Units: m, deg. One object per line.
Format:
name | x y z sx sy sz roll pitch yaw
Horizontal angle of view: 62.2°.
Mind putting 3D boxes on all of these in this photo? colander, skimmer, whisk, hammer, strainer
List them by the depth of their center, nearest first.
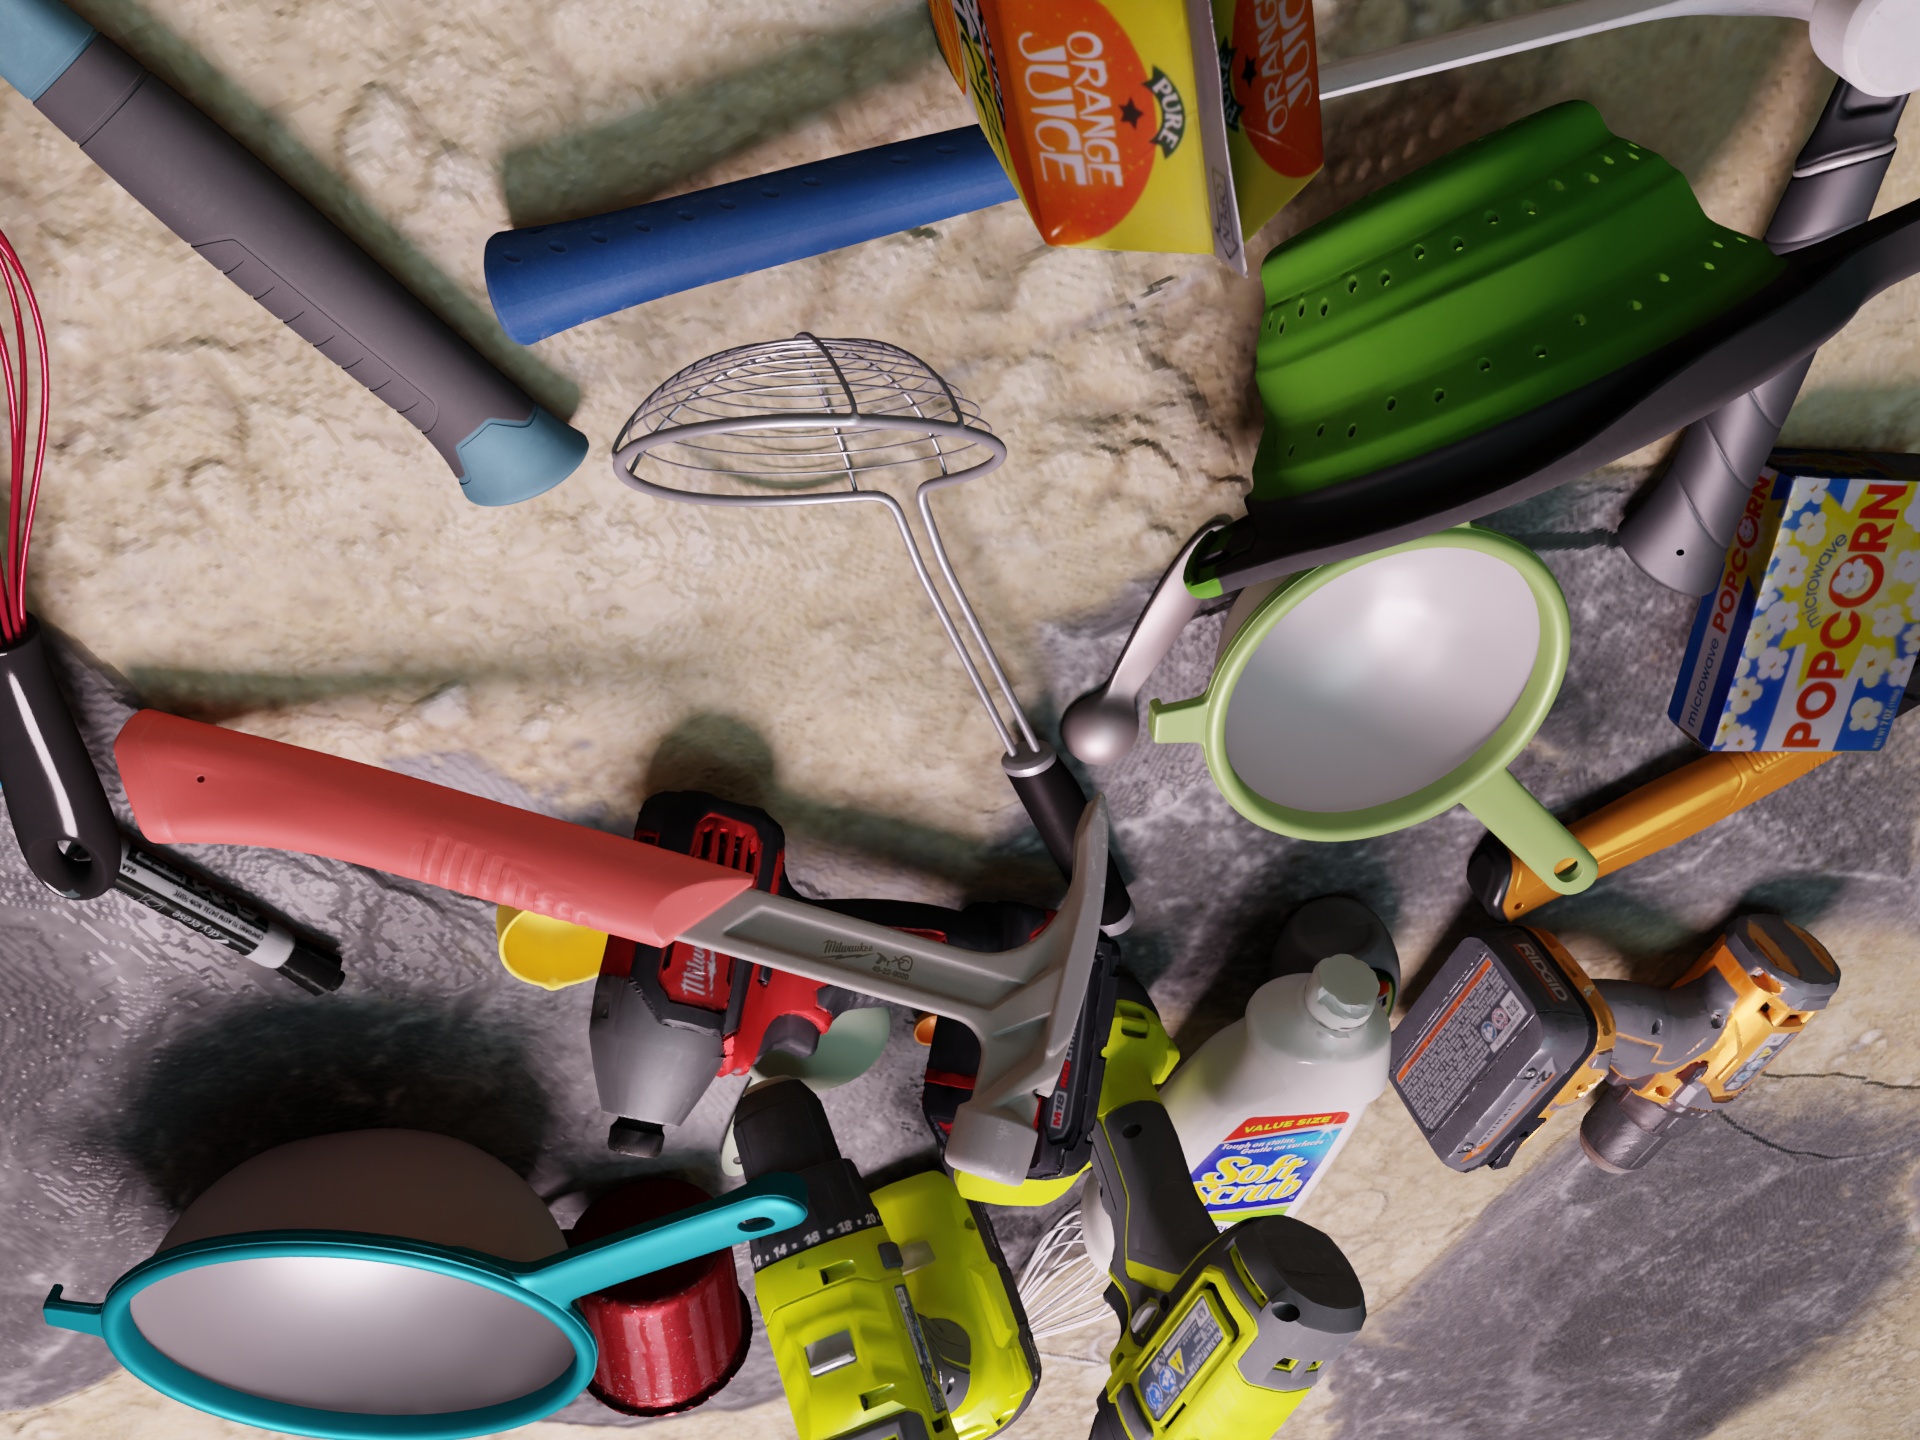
hammer | -0.239 -0.171 0.445 0.128 0.033 0.330 -35 129 16
hammer | 0.056 -0.179 0.476 0.405 0.144 0.035 -12 129 7
colander | 0.235 -0.163 0.487 0.397 0.204 0.094 -23 100 18
whisk | -0.305 -0.043 0.497 0.073 0.073 0.295 -1 134 -14
hammer | 0.308 -0.207 0.529 0.149 0.036 0.408 15 135 13
hammer | -0.126 0.052 0.590 0.359 0.149 0.036 17 164 -3
skimmer | -0.001 -0.002 0.607 0.127 0.090 0.362 -5 137 25
strainer | 0.195 -0.003 0.672 0.151 0.069 0.256 -41 128 17
strainer | -0.214 0.226 0.715 0.340 0.095 0.210 -23 132 19
hammer | 0.405 0.014 0.763 0.337 0.034 0.127 -28 129 9
whisk | 0.025 0.369 0.949 0.057 0.059 0.246 -3 140 -49

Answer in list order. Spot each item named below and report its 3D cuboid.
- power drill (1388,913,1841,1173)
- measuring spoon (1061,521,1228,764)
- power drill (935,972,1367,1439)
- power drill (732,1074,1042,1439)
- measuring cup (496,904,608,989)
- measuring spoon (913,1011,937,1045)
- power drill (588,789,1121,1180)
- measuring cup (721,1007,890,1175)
power drill | 0.337 0.184 0.851 0.226 0.084 0.185 2 130 -27
measuring spoon | 0.080 -0.027 0.654 0.034 0.018 0.124 14 123 -24
power drill | 0.071 0.236 0.722 0.080 0.223 0.171 16 115 -30
power drill | -0.037 0.269 0.756 0.080 0.191 0.228 -24 159 5
measuring cup | -0.125 0.085 0.696 0.156 0.029 0.062 3 128 -32
measuring spoon | 0.023 0.164 0.805 0.116 0.011 0.021 22 112 -33
power drill | -0.047 0.124 0.668 0.219 0.143 0.078 20 163 -28
measuring cup | -0.086 0.177 0.764 0.083 0.038 0.167 10 123 -22
